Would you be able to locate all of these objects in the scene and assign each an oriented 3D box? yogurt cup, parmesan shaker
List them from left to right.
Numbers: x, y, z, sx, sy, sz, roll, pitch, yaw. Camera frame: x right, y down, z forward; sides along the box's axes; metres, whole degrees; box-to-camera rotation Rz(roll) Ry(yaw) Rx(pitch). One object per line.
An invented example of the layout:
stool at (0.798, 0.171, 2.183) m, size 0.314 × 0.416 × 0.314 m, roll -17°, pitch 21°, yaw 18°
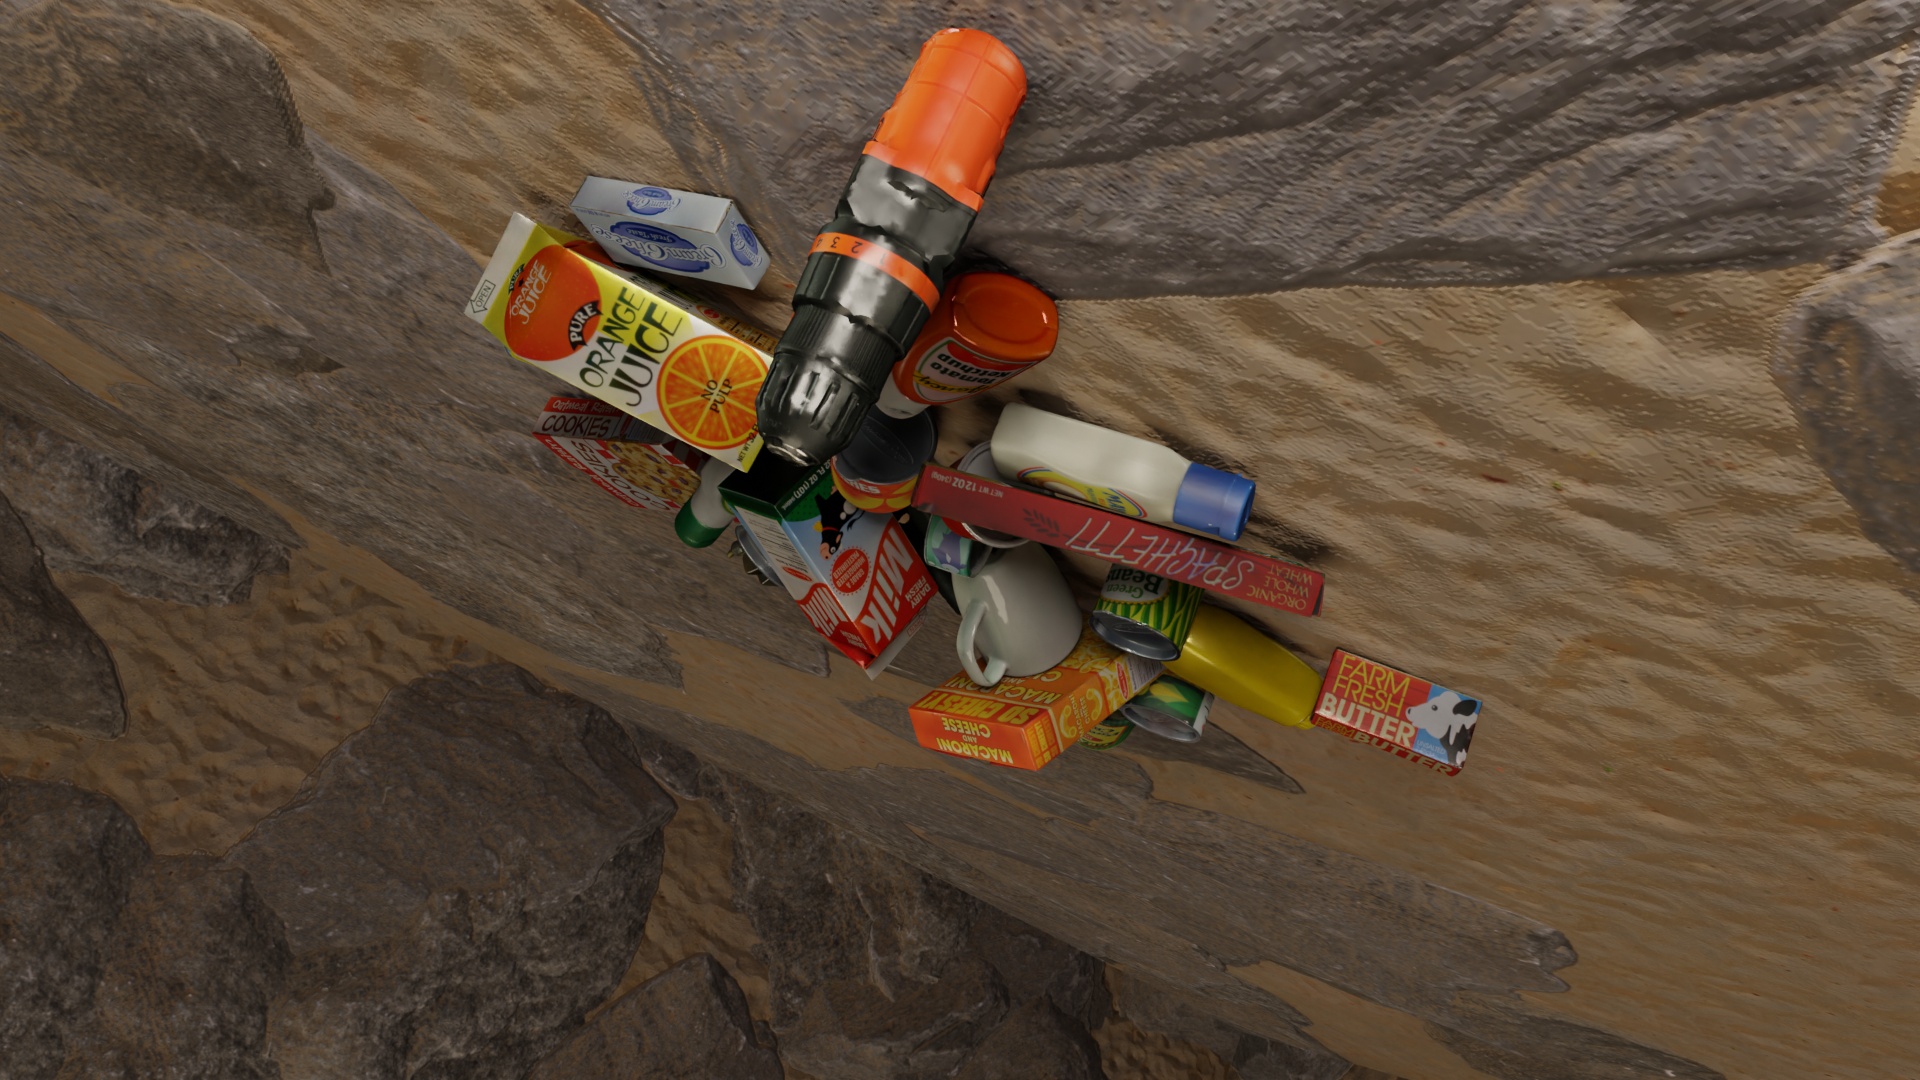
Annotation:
yogurt cup at (0.019, -0.029, 0.883) m, size 0.072 × 0.072 × 0.054 m, roll 31°, pitch 167°, yaw -17°
parmesan shaker at (0.122, 0.134, 1.180) m, size 0.071 × 0.071 × 0.102 m, roll 22°, pitch 160°, yaw 5°

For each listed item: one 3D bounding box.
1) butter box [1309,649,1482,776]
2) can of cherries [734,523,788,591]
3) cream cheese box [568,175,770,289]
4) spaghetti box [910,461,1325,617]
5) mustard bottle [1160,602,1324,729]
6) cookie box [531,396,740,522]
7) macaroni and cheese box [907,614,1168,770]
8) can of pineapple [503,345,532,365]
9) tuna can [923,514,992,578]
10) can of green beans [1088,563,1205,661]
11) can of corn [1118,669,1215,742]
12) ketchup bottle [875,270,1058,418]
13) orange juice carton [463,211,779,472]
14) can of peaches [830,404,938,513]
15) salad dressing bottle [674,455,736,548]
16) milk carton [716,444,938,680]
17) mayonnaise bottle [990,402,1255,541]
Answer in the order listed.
butter box at (0.296, 0.117, 0.949) m, size 0.103 × 0.053 × 0.024 m, roll 20°, pitch 158°, yaw 12°
can of cherries at (-0.124, -0.002, 1.042) m, size 0.071 × 0.058 × 0.071 m, roll 36°, pitch 156°, yaw 19°
cream cheese box at (-0.162, -0.172, 0.776) m, size 0.104 × 0.024 × 0.053 m, roll 15°, pitch 160°, yaw 25°
spaghetti box at (0.094, -0.001, 0.828) m, size 0.250 × 0.028 × 0.050 m, roll 15°, pitch -175°, yaw -5°
mustard bottle at (0.216, 0.098, 1.000) m, size 0.160 × 0.049 × 0.065 m, roll 29°, pitch 160°, yaw -16°
cookie box at (-0.252, -0.065, 1.137) m, size 0.167 × 0.040 × 0.122 m, roll 8°, pitch 156°, yaw 38°
macaroni and cheese box at (0.062, 0.110, 1.050) m, size 0.123 × 0.167 × 0.040 m, roll 2°, pitch 116°, yaw 46°
can of pineapple at (-0.256, -0.140, 0.909) m, size 0.058 × 0.071 × 0.070 m, roll 23°, pitch 160°, yaw 4°
tuna can at (0.003, -0.012, 0.943) m, size 0.033 × 0.071 × 0.071 m, roll 18°, pitch 160°, yaw 15°
can of green beans at (0.128, 0.042, 0.943) m, size 0.071 × 0.058 × 0.071 m, roll 21°, pitch 161°, yaw 8°
can of corn at (0.165, 0.118, 1.099) m, size 0.071 × 0.058 × 0.071 m, roll 21°, pitch 161°, yaw 8°
ketchup bottle at (-0.007, -0.101, 0.749) m, size 0.065 × 0.043 × 0.148 m, roll 13°, pitch 166°, yaw -22°
orange juice carton at (-0.196, -0.121, 0.838) m, size 0.193 × 0.071 × 0.073 m, roll 27°, pitch -168°, yaw -10°
can of peaches at (-0.051, -0.055, 0.882) m, size 0.071 × 0.071 × 0.058 m, roll 24°, pitch 162°, yaw 2°
salad dressing bottle at (-0.171, -0.040, 1.036) m, size 0.147 × 0.064 × 0.044 m, roll -39°, pitch 75°, yaw 50°
milk carton at (-0.082, 0.014, 0.982) m, size 0.073 × 0.072 × 0.189 m, roll 16°, pitch 145°, yaw 46°
mayonnaise bottle at (0.093, -0.038, 0.800) m, size 0.148 × 0.041 × 0.064 m, roll 18°, pitch 167°, yaw 18°
